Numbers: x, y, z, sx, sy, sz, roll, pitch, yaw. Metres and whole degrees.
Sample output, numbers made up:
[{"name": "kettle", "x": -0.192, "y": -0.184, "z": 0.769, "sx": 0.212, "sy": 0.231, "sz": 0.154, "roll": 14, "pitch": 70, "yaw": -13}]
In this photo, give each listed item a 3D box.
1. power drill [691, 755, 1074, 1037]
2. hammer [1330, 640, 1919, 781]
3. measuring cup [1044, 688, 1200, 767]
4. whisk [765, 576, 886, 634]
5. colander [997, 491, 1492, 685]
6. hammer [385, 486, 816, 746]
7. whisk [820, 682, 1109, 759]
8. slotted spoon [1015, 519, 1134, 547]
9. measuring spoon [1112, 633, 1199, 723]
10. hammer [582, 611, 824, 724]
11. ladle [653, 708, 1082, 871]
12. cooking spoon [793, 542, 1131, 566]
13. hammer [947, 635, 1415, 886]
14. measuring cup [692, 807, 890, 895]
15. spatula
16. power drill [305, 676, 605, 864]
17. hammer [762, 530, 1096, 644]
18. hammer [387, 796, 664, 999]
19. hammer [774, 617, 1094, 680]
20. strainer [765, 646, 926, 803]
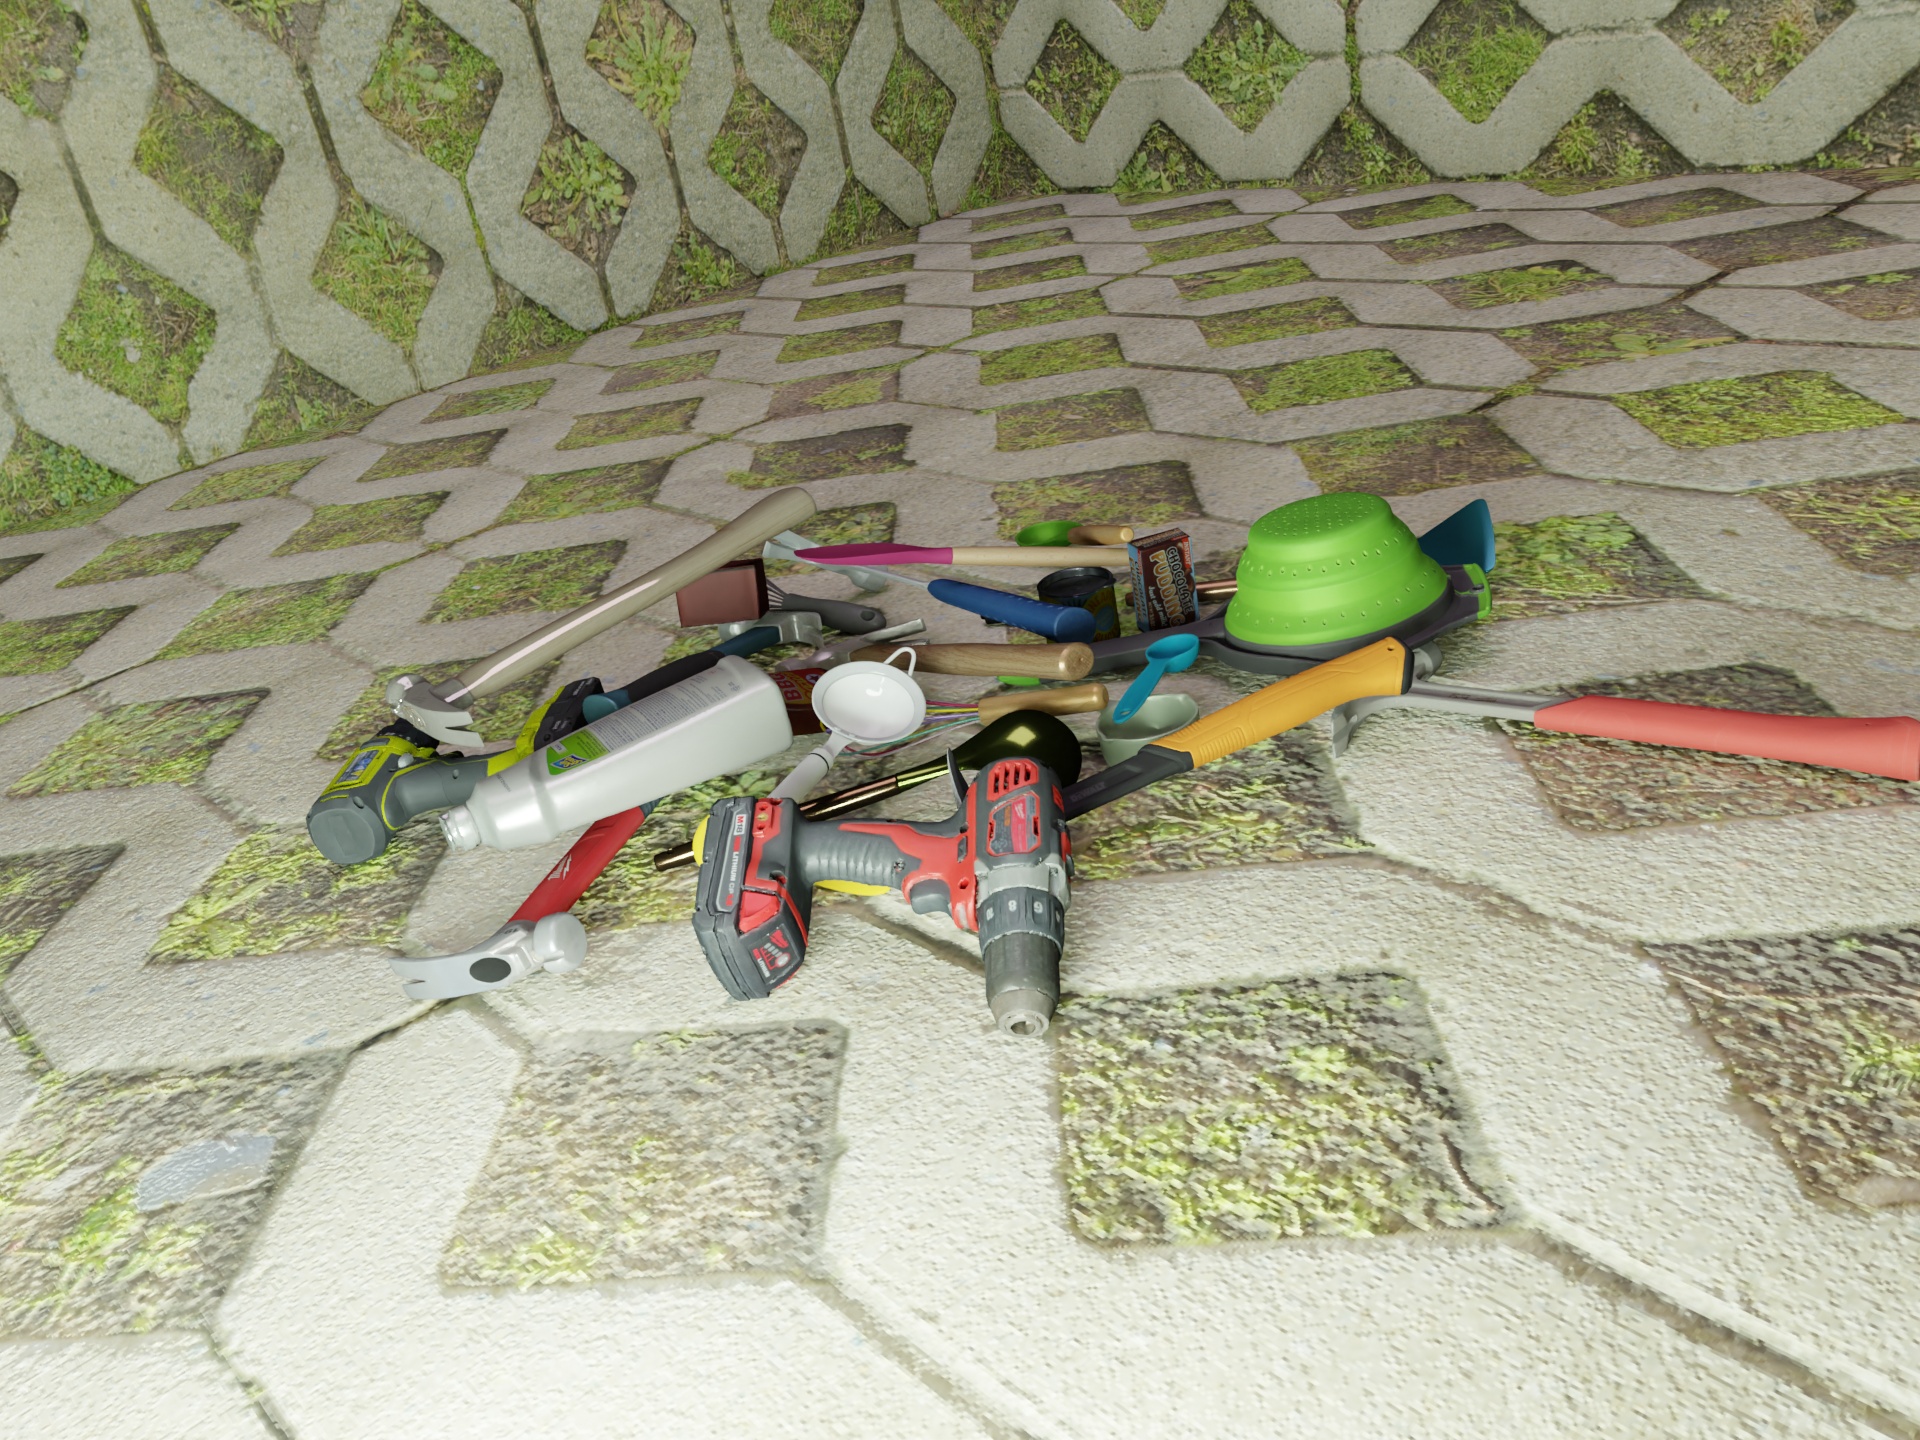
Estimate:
[{"name": "power drill", "x": -0.042, "y": 0.115, "z": 0.969, "sx": 0.226, "sy": 0.080, "sz": 0.188, "roll": -7, "pitch": 46, "yaw": 8}, {"name": "hammer", "x": 0.436, "y": 0.002, "z": 1.064, "sx": 0.359, "sy": 0.036, "sz": 0.149, "roll": 9, "pitch": 33, "yaw": 38}, {"name": "measuring cup", "x": 0.114, "y": 0.005, "z": 1.198, "sx": 0.083, "sy": 0.038, "sz": 0.168, "roll": -27, "pitch": 24, "yaw": -28}, {"name": "whisk", "x": -0.163, "y": -0.114, "z": 1.550, "sx": 0.239, "sy": 0.055, "sz": 0.055, "roll": 15, "pitch": 36, "yaw": 36}, {"name": "colander", "x": 0.211, "y": -0.105, "z": 1.270, "sx": 0.397, "sy": 0.094, "sz": 0.205, "roll": -11, "pitch": 23, "yaw": 16}, {"name": "hammer", "x": -0.284, "y": -0.100, "z": 1.367, "sx": 0.410, "sy": 0.038, "sz": 0.146, "roll": -35, "pitch": 32, "yaw": -29}, {"name": "whisk", "x": -0.003, "y": -0.004, "z": 1.223, "sx": 0.245, "sy": 0.047, "sz": 0.051, "roll": -8, "pitch": 29, "yaw": 27}, {"name": "slotted spoon", "x": 0.111, "y": -0.171, "z": 1.476, "sx": 0.070, "sy": 0.031, "sz": 0.314, "roll": -16, "pitch": 9, "yaw": -8}, {"name": "measuring spoon", "x": 0.144, "y": -0.026, "z": 1.187, "sx": 0.042, "sy": 0.021, "sz": 0.129, "roll": -3, "pitch": 30, "yaw": 34}, {"name": "hammer", "x": -0.223, "y": -0.049, "z": 1.380, "sx": 0.128, "sy": 0.033, "sz": 0.331, "roll": -1, "pitch": 16, "yaw": 22}, {"name": "ladle", "x": -0.067, "y": 0.063, "z": 1.160, "sx": 0.320, "sy": 0.062, "sz": 0.078, "roll": -18, "pitch": 38, "yaw": 2}, {"name": "cooking spoon", "x": 0.018, "y": -0.140, "z": 1.354, "sx": 0.319, "sy": 0.017, "sz": 0.069, "roll": -1, "pitch": 15, "yaw": -10}, {"name": "hammer", "x": 0.158, "y": 0.012, "z": 1.091, "sx": 0.337, "sy": 0.034, "sz": 0.127, "roll": -22, "pitch": 48, "yaw": -11}, {"name": "measuring cup", "x": -0.119, "y": 0.094, "z": 1.100, "sx": 0.156, "sy": 0.029, "sz": 0.062, "roll": 10, "pitch": 61, "yaw": 28}, {"name": "spatula", "x": 0.298, "y": -0.130, "z": 1.384, "sx": 0.317, "sy": 0.044, "sz": 0.082, "roll": -6, "pitch": 53, "yaw": 16}, {"name": "power drill", "x": -0.401, "y": 0.032, "z": 1.313, "sx": 0.228, "sy": 0.080, "sz": 0.191, "roll": -11, "pitch": 26, "yaw": 8}, {"name": "hammer", "x": -0.030, "y": -0.118, "z": 1.407, "sx": 0.144, "sy": 0.035, "sz": 0.406, "roll": 15, "pitch": 4, "yaw": -38}, {"name": "hammer", "x": -0.270, "y": 0.080, "z": 1.193, "sx": 0.143, "sy": 0.038, "sz": 0.386, "roll": -14, "pitch": 21, "yaw": 21}, {"name": "hammer", "x": -0.012, "y": -0.051, "z": 1.302, "sx": 0.130, "sy": 0.031, "sz": 0.331, "roll": -24, "pitch": 17, "yaw": -35}, {"name": "strainer", "x": -0.100, "y": 0.027, "z": 1.153, "sx": 0.087, "sy": 0.050, "sz": 0.258, "roll": 25, "pitch": 40, "yaw": 14}]
